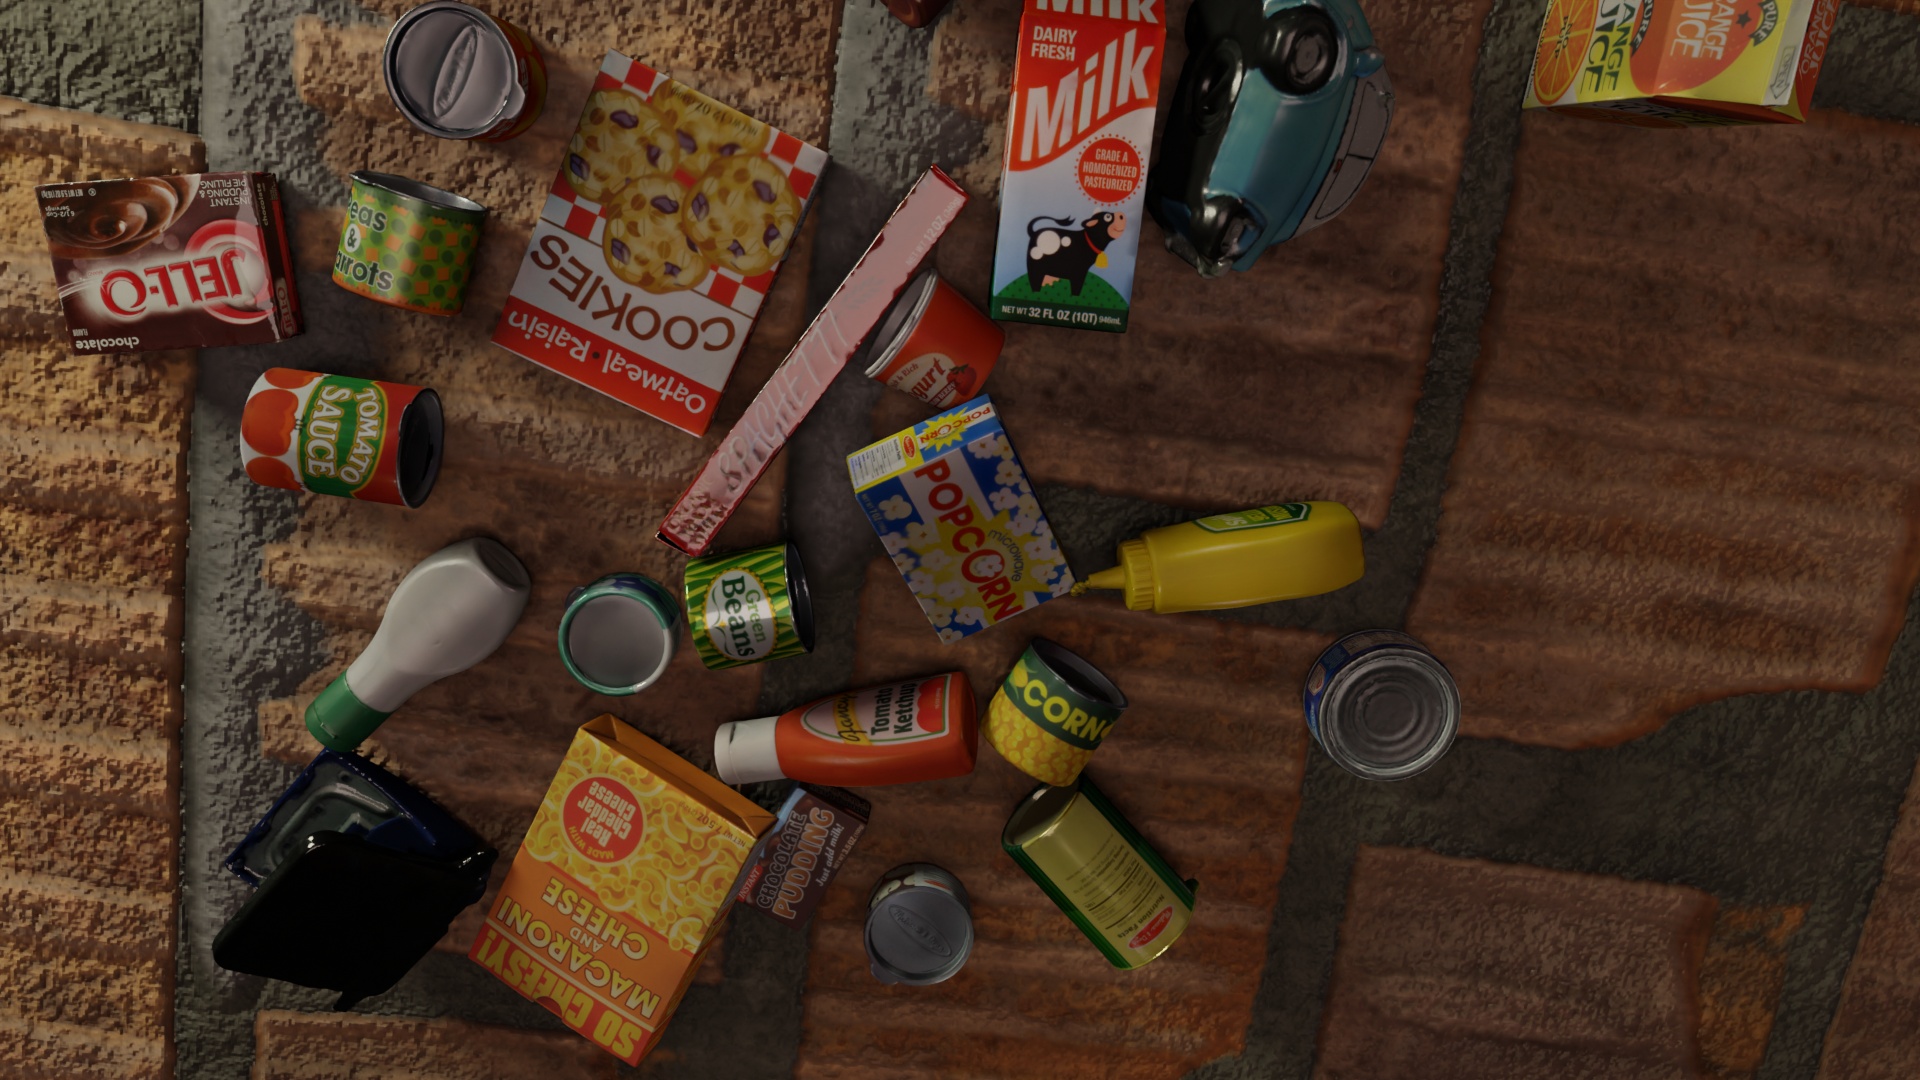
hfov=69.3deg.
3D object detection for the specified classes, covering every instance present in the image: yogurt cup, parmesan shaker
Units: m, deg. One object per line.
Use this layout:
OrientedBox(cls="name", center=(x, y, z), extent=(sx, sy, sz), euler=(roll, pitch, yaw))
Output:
OrientedBox(cls="yogurt cup", center=(-0.013, -0.104, 0.746), extent=(0.054, 0.072, 0.072), euler=(31, 102, -16))
OrientedBox(cls="parmesan shaker", center=(0.083, 0.191, 0.819), extent=(0.071, 0.071, 0.103), euler=(-40, 101, 9))

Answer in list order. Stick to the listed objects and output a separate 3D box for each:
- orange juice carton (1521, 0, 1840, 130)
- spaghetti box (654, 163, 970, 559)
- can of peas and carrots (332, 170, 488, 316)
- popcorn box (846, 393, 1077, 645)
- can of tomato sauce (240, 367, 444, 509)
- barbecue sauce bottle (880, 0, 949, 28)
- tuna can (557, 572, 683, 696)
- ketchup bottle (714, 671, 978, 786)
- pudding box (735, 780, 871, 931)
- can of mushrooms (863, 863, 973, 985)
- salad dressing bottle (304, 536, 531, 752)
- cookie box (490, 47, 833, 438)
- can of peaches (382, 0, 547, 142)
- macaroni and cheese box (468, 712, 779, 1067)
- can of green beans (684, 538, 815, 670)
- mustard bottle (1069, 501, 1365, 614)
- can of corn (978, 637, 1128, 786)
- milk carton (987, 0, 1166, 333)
OrientedBox(cls="orange juice carton", center=(0.343, -0.236, 0.652), extent=(0.073, 0.193, 0.071), euler=(9, 105, -2))
OrientedBox(cls="spaghetti box", center=(-0.080, -0.095, 0.754), extent=(0.028, 0.050, 0.249), euler=(37, 101, -8))
OrientedBox(cls="can of peas and carrots", center=(-0.289, -0.155, 0.725), extent=(0.071, 0.071, 0.058), euler=(18, 104, -5))
OrientedBox(cls="popcorn box", center=(0.003, -0.009, 0.757), extent=(0.085, 0.038, 0.126), euler=(-25, 129, 5))
OrientedBox(cls="can of tomato sauce", center=(-0.332, -0.056, 0.748), extent=(0.083, 0.071, 0.071), euler=(8, 104, -2))
OrientedBox(cls="barbecue sauce bottle", center=(0.016, -0.326, 0.694), extent=(0.043, 0.065, 0.148), euler=(43, 91, -13))
OrientedBox(cls="tuna can", center=(-0.197, 0.053, 0.796), extent=(0.071, 0.033, 0.071), euler=(0, 104, -1))
OrientedBox(cls="ketchup bottle", center=(-0.066, 0.115, 0.801), extent=(0.149, 0.065, 0.043), euler=(-9, 127, 10))
OrientedBox(cls="pudding box", center=(-0.096, 0.185, 0.832), extent=(0.049, 0.030, 0.083), euler=(31, 101, -7))
OrientedBox(cls="can of mushrooms", center=(-0.027, 0.234, 0.844), extent=(0.071, 0.033, 0.071), euler=(0, 104, -2))
OrientedBox(cls="salad dressing bottle", center=(-0.311, 0.061, 0.792), extent=(0.147, 0.044, 0.064), euler=(-41, 103, 10))
OrientedBox(cls="cookie box", center=(-0.159, -0.156, 0.743), extent=(0.123, 0.040, 0.167), euler=(25, 101, -7))
OrientedBox(cls="can of peaches", center=(-0.250, -0.237, 0.712), extent=(0.071, 0.058, 0.071), euler=(0, 104, -1))
OrientedBox(cls="macaroni and cheese box", center=(-0.200, 0.205, 0.816), extent=(0.124, 0.040, 0.166), euler=(30, 102, 8))
OrientedBox(cls="can of green beans", center=(-0.117, 0.036, 0.777), extent=(0.058, 0.071, 0.071), euler=(-11, 104, 2))
OrientedBox(cls="mustard bottle", center=(0.139, 0.012, 0.771), extent=(0.160, 0.065, 0.048), euler=(-9, 101, -4))
OrientedBox(cls="can of corn", center=(0.052, 0.099, 0.793), extent=(0.071, 0.071, 0.058), euler=(31, 102, -8))
OrientedBox(cls="milk carton", center=(0.059, -0.208, 0.716), extent=(0.072, 0.073, 0.190), euler=(6, 103, -2))
